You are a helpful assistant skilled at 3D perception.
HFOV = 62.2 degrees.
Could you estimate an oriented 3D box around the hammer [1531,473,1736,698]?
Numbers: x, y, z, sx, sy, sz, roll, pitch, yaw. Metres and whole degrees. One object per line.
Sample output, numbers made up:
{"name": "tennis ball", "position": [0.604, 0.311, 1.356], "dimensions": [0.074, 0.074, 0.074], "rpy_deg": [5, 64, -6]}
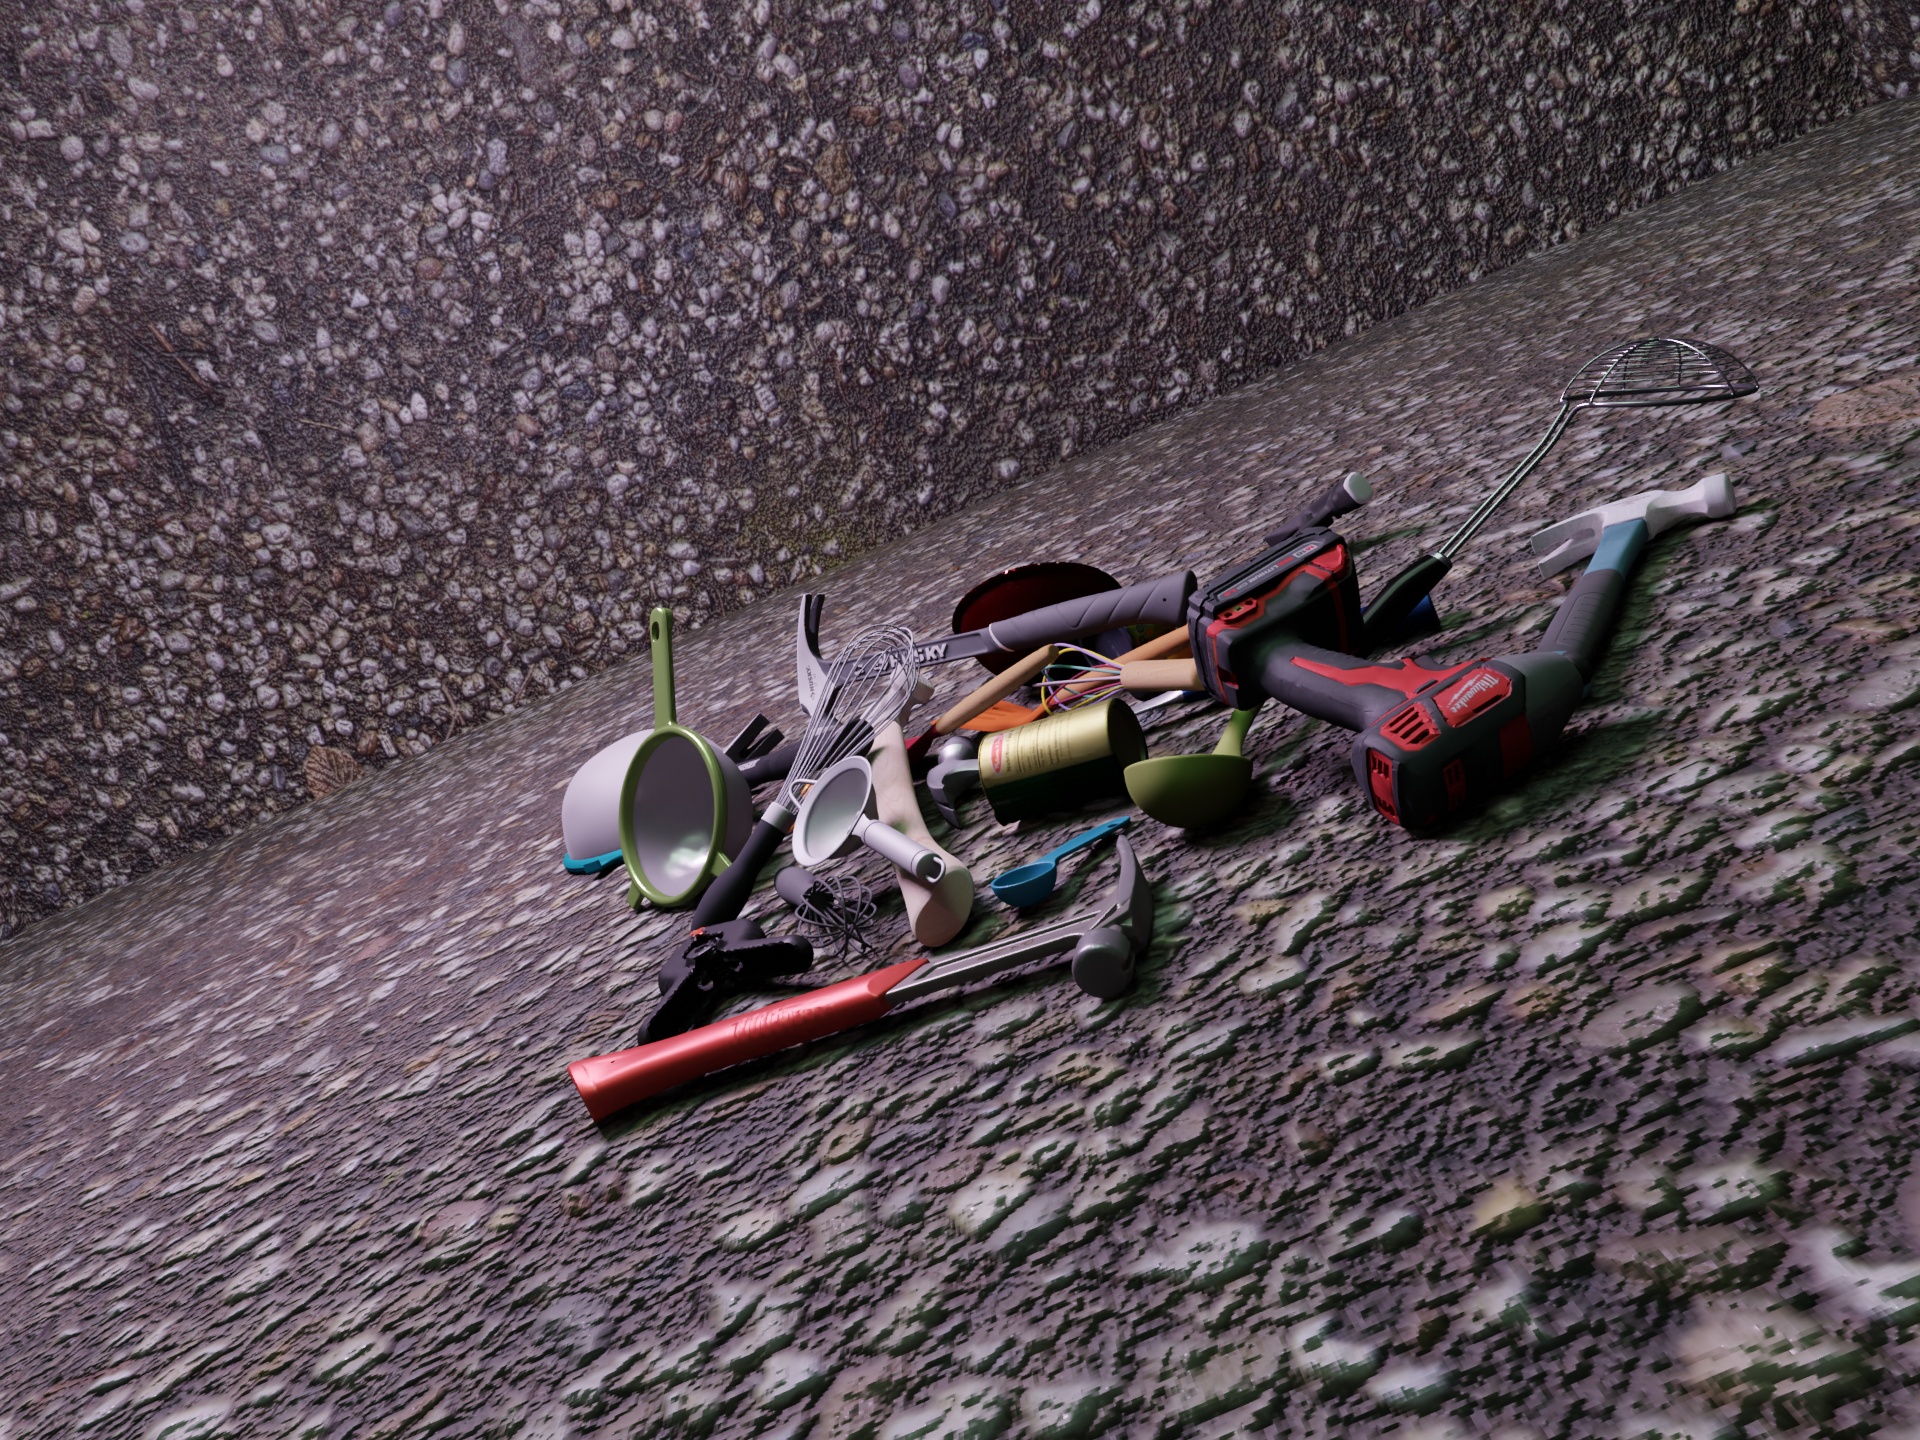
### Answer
{"name": "hammer", "position": [0.414, -0.085, 1.031], "dimensions": [0.128, 0.033, 0.331], "rpy_deg": [-13, 17, 37]}

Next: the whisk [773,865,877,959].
{"name": "whisk", "position": [-0.102, 0.124, 1.098], "dimensions": [0.055, 0.055, 0.239], "rpy_deg": [-27, 9, -14]}

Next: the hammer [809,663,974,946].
{"name": "hammer", "position": [-0.050, 0.073, 1.165], "dimensions": [0.146, 0.038, 0.411], "rpy_deg": [-53, 17, 9]}

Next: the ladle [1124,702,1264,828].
{"name": "ladle", "position": [0.193, -0.027, 1.067], "dimensions": [0.078, 0.062, 0.320], "rpy_deg": [-11, 24, 34]}

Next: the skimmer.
{"name": "skimmer", "position": [0.397, -0.137, 1.119], "dimensions": [0.363, 0.090, 0.127], "rpy_deg": [-46, 18, 1]}

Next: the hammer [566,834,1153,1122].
{"name": "hammer", "position": [-0.063, 0.158, 0.912], "dimensions": [0.359, 0.036, 0.149], "rpy_deg": [-20, 13, 15]}

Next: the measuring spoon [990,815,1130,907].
{"name": "measuring spoon", "position": [0.070, 0.090, 1.003], "dimensions": [0.042, 0.021, 0.128], "rpy_deg": [-12, 9, 46]}

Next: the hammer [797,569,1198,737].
{"name": "hammer", "position": [0.019, -0.074, 1.390], "dimensions": [0.409, 0.149, 0.036], "rpy_deg": [-11, -1, 32]}

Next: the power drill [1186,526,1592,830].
{"name": "power drill", "position": [0.243, -0.029, 0.916], "dimensions": [0.143, 0.078, 0.220], "rpy_deg": [-29, 35, -15]}

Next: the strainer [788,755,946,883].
{"name": "strainer", "position": [-0.058, 0.076, 1.053], "dimensions": [0.087, 0.050, 0.258], "rpy_deg": [-60, 23, -5]}

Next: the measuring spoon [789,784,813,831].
{"name": "measuring spoon", "position": [-0.146, 0.078, 1.430], "dimensions": [0.021, 0.011, 0.117], "rpy_deg": [-21, 13, 14]}

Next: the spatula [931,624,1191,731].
{"name": "spatula", "position": [0.095, -0.035, 1.305], "dimensions": [0.081, 0.041, 0.322], "rpy_deg": [-18, -6, -38]}

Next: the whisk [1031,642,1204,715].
{"name": "whisk", "position": [0.113, -0.027, 1.136], "dimensions": [0.047, 0.051, 0.245], "rpy_deg": [-51, 17, -14]}

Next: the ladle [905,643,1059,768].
{"name": "ladle", "position": [-0.002, -0.004, 1.305], "dimensions": [0.069, 0.031, 0.315], "rpy_deg": [-30, -2, -33]}

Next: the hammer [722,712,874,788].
{"name": "hammer", "position": [-0.157, 0.036, 1.385], "dimensions": [0.146, 0.035, 0.335], "rpy_deg": [-52, 17, -25]}

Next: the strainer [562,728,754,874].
{"name": "strainer", "position": [-0.352, 0.060, 1.682], "dimensions": [0.211, 0.095, 0.340], "rpy_deg": [-29, 15, -19]}

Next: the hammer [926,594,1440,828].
{"name": "hammer", "position": [0.159, -0.015, 1.203], "dimensions": [0.405, 0.035, 0.144], "rpy_deg": [-21, 13, 15]}

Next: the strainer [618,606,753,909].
{"name": "strainer", "position": [-0.225, 0.030, 1.346], "dimensions": [0.069, 0.256, 0.151], "rpy_deg": [7, -20, -43]}

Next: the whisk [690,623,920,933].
{"name": "whisk", "position": [-0.118, 0.047, 1.197], "dimensions": [0.284, 0.070, 0.070], "rpy_deg": [-57, 21, -10]}

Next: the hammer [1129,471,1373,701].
{"name": "hammer", "position": [0.241, -0.110, 1.395], "dimensions": [0.337, 0.034, 0.127], "rpy_deg": [-40, 0, -38]}
